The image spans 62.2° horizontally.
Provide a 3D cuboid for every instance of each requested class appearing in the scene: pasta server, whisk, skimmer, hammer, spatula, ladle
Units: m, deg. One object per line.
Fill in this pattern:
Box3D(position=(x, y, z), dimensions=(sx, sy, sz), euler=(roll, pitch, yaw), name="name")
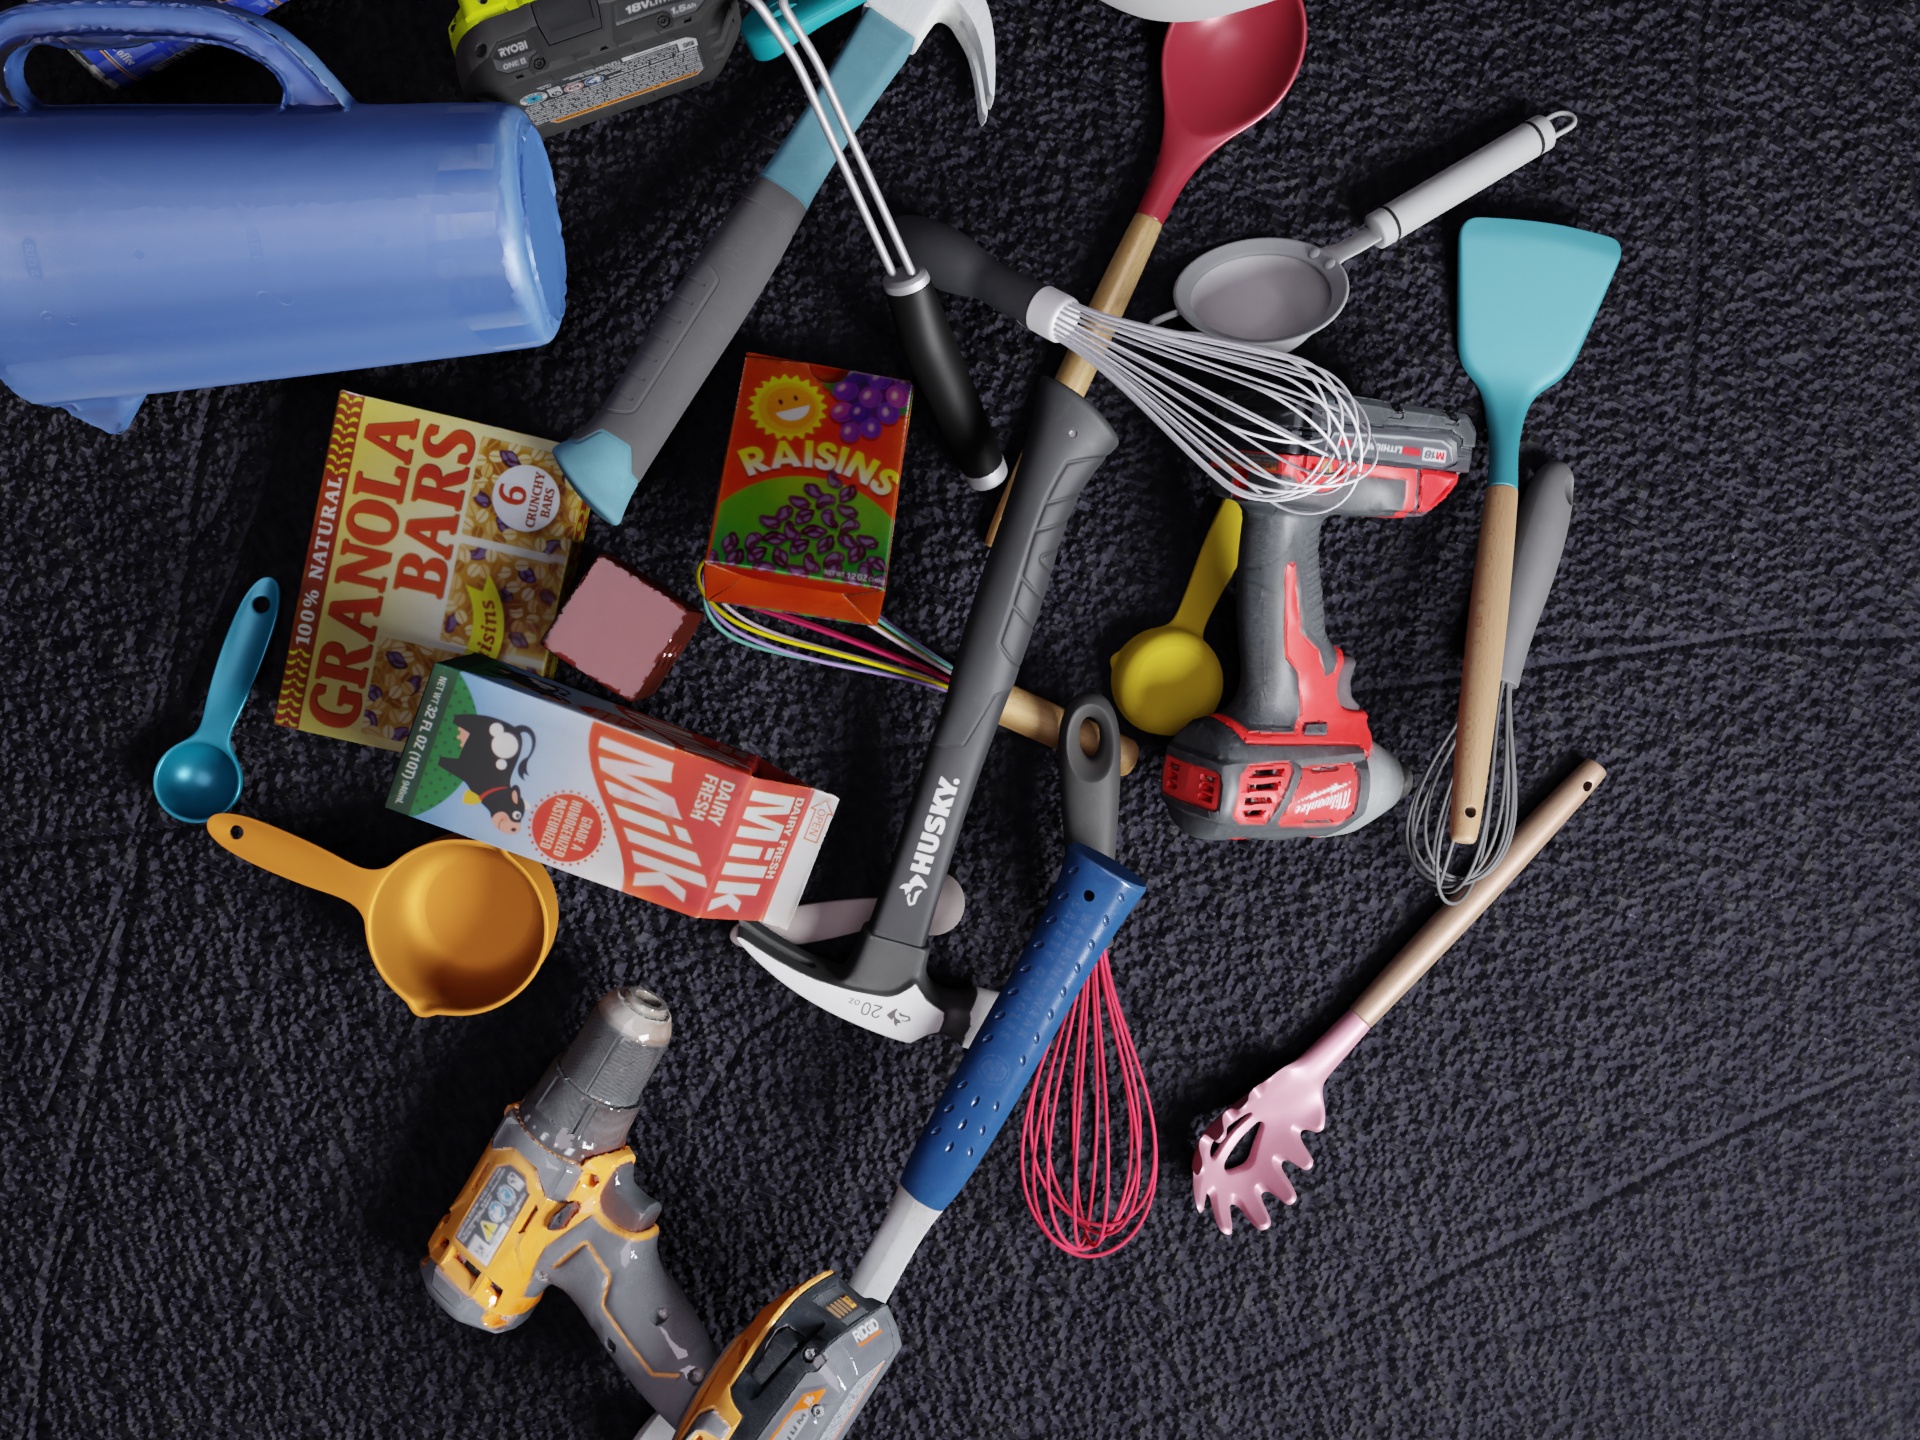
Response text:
Box3D(position=(0.233, 0.140, 0.840), dimensions=(0.060, 0.040, 0.316), euler=(44, 89, -18), name="pasta server")
Box3D(position=(0.280, -0.021, 0.824), dimensions=(0.055, 0.055, 0.239), euler=(17, 86, -5), name="whisk")
Box3D(position=(-0.031, -0.263, 0.704), dimensions=(0.090, 0.127, 0.362), euler=(-57, 141, -28), name="skimmer")
Box3D(position=(-0.021, -0.024, 0.808), dimensions=(0.245, 0.047, 0.051), euler=(24, 103, -9), name="whisk")
Box3D(position=(-0.019, 0.248, 0.789), dimensions=(0.144, 0.035, 0.405), euler=(31, 99, 15), name="hammer")
Box3D(position=(-0.094, -0.242, 0.763), dimensions=(0.128, 0.033, 0.331), euler=(32, 82, -5), name="hammer")
Box3D(position=(-0.001, -0.002, 0.777), dimensions=(0.146, 0.035, 0.334), euler=(16, 102, -9), name="hammer")
Box3D(position=(0.066, 0.133, 0.810), dimensions=(0.073, 0.073, 0.296), euler=(-1, 96, -4), name="whisk")
Box3D(position=(0.272, -0.096, 0.800), dimensions=(0.082, 0.044, 0.318), euler=(9, 79, 1), name="spatula")
Box3D(position=(0.085, -0.230, 0.806), dimensions=(0.069, 0.031, 0.315), euler=(26, 94, 4), name="ladle")
Box3D(position=(0.067, -0.175, 0.738), dimensions=(0.285, 0.070, 0.070), euler=(35, 92, 27), name="whisk")

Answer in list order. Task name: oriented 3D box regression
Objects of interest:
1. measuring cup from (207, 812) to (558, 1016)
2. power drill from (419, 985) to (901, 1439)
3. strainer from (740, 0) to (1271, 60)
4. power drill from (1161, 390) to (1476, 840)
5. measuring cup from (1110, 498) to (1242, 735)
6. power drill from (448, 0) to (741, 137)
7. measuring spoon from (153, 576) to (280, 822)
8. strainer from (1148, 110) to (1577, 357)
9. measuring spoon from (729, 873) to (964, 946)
Box3D(position=(-0.284, 0.082, 0.794), dimensions=(0.173, 0.052, 0.095), euler=(24, 93, -4), name="measuring cup")
Box3D(position=(-0.139, 0.257, 0.770), dimensions=(0.226, 0.084, 0.185), euler=(34, 98, 19), name="power drill")
Box3D(position=(0.064, -0.368, 0.745), dimensions=(0.340, 0.095, 0.211), euler=(-27, 55, 3), name="strainer")
Box3D(position=(0.181, -0.048, 0.794), dimensions=(0.143, 0.079, 0.219), euler=(1, 100, -29), name="power drill")
Box3D(position=(0.128, -0.065, 0.819), dimensions=(0.062, 0.029, 0.156), euler=(23, 95, -5), name="measuring cup")
Box3D(position=(-0.188, -0.415, 0.749), dimensions=(0.190, 0.080, 0.228), euler=(-19, 93, -1), name="power drill")
Box3D(position=(-0.366, -0.011, 0.801), dimensions=(0.042, 0.021, 0.128), euler=(18, 84, -4), name="measuring spoon")
Box3D(position=(0.208, -0.244, 0.807), dimensions=(0.258, 0.050, 0.087), euler=(-31, 53, -6), name="strainer")
Box3D(position=(-0.058, 0.103, 0.826), dimensions=(0.124, 0.018, 0.034), euler=(-9, 95, -5), name="measuring spoon")
